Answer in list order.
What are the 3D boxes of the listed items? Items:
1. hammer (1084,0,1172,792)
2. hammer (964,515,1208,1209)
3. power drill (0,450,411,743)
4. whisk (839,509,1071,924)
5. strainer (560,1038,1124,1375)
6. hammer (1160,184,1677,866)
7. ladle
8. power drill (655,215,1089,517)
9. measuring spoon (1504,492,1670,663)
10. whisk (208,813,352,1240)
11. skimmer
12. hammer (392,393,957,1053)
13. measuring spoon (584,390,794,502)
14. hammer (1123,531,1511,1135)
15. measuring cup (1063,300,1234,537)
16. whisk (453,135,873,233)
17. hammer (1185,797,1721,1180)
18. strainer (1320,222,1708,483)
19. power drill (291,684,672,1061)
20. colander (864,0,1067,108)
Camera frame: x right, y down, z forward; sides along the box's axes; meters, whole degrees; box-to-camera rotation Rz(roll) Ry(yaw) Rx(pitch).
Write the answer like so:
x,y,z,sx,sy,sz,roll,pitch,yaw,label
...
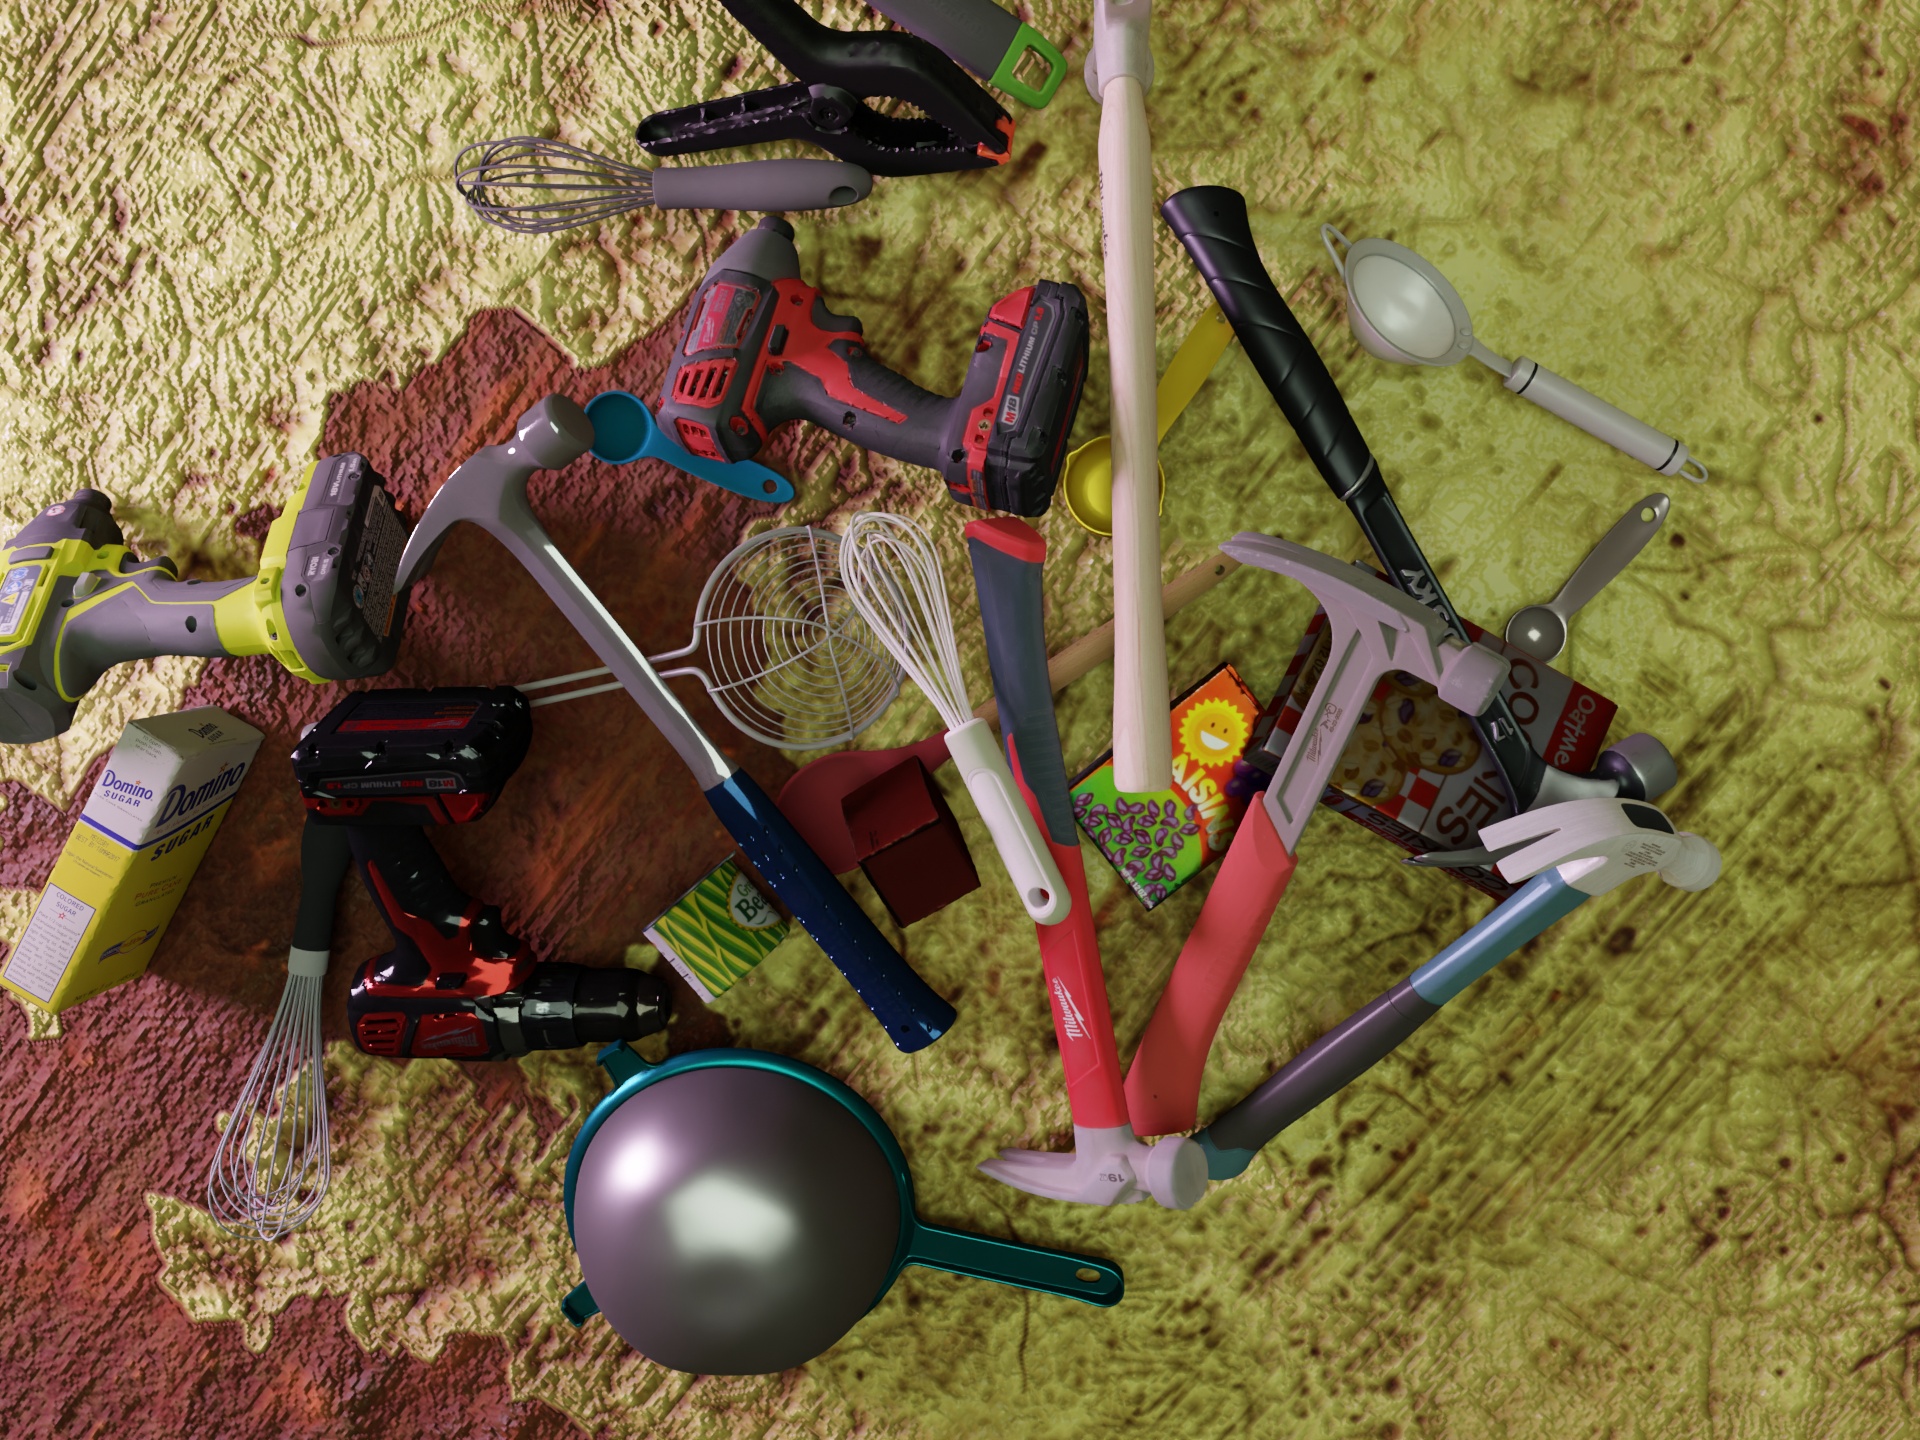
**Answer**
x,y,z,sx,sy,sz,roll,pitch,yaw,label
0.089,-0.167,0.824,0.038,0.146,0.410,-2,94,5,hammer
0.040,0.080,0.892,0.143,0.038,0.386,-7,95,41,hammer
-0.433,-0.079,0.897,0.223,0.080,0.171,-7,51,3,power drill
-0.001,-0.003,0.854,0.058,0.059,0.246,-28,86,24,whisk
-0.071,0.315,0.915,0.340,0.095,0.211,12,107,-1,strainer
0.217,-0.110,0.853,0.149,0.036,0.409,-27,83,-10,hammer
0.027,-0.010,0.920,0.315,0.031,0.069,-33,105,5,ladle
-0.046,-0.198,0.872,0.220,0.078,0.143,13,74,9,power drill
0.352,-0.081,0.895,0.034,0.018,0.124,43,91,-4,measuring spoon
-0.398,0.176,0.963,0.070,0.070,0.284,11,92,3,whisk
-0.211,-0.023,0.936,0.363,0.090,0.127,-11,94,16,skimmer
-0.142,0.026,0.872,0.144,0.035,0.405,-31,105,23,hammer
-0.157,-0.154,0.927,0.128,0.021,0.042,21,97,-7,measuring spoon
0.147,0.082,0.851,0.149,0.037,0.358,31,122,20,hammer
0.113,-0.172,0.899,0.062,0.029,0.156,33,88,2,measuring cup
-0.167,-0.300,0.888,0.239,0.055,0.055,1,96,5,whisk
0.243,0.154,0.860,0.128,0.033,0.331,21,125,-35,hammer
0.298,-0.191,0.872,0.258,0.050,0.087,27,54,-4,strainer
-0.270,0.098,0.908,0.188,0.080,0.226,-1,116,5,power drill
-0.120,-0.451,0.862,0.397,0.095,0.204,28,101,-17,colander
